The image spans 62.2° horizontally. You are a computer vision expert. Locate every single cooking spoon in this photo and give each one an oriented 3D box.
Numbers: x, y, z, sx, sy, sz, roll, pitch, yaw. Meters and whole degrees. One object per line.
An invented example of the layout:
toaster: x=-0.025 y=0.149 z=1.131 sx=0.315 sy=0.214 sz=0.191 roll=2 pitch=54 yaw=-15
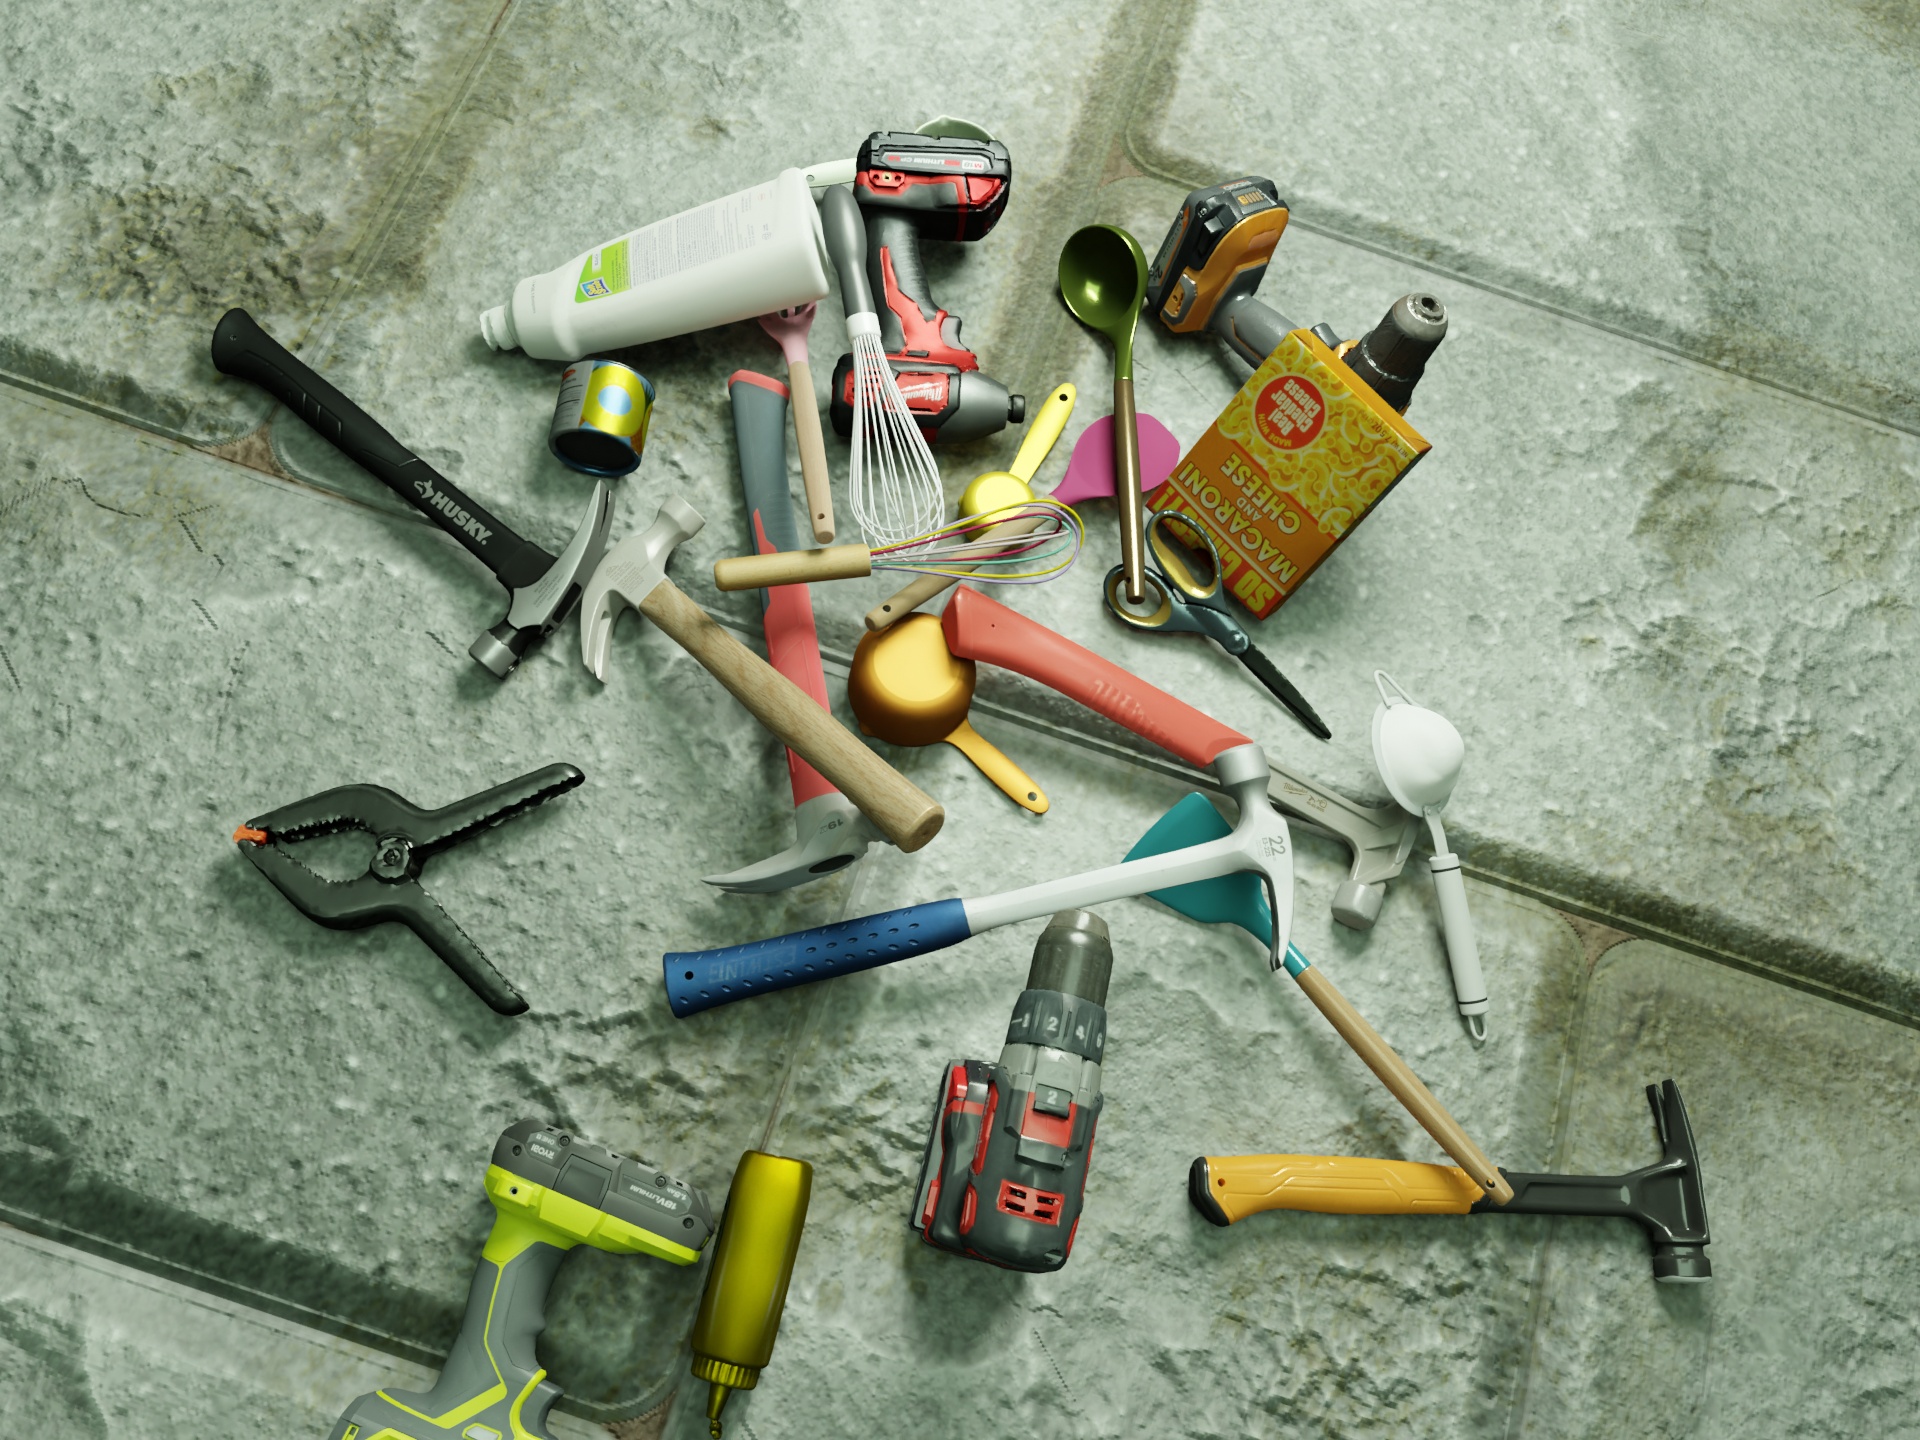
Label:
cooking spoon: x=0.048 y=-0.143 z=1.131 sx=0.319 sy=0.017 sz=0.069 roll=-36 pitch=78 yaw=-33

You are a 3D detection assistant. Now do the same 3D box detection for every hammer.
hammer: x=0.312 y=0.292 z=1.019 sx=0.337 sy=0.034 sz=0.127 roll=3 pitch=69 yaw=-6
hammer: x=-0.390 y=-0.183 z=1.100 sx=0.335 sy=0.035 sz=0.146 roll=38 pitch=84 yaw=11
hammer: x=-0.133 y=-0.073 z=1.089 sx=0.143 sy=0.038 sz=0.387 roll=-22 pitch=63 yaw=18
hammer: x=0.016 y=0.128 z=1.009 sx=0.405 sy=0.035 sz=0.144 roll=-13 pitch=74 yaw=-3
hammer: x=-0.132 y=-0.021 z=1.021 sx=0.130 sy=0.031 sz=0.332 roll=-47 pitch=58 yaw=-6
hammer: x=0.154 y=-0.002 z=1.085 sx=0.359 sy=0.036 sz=0.149 roll=28 pitch=68 yaw=-6

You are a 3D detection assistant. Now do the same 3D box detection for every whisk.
whisk: x=-0.039 y=-0.112 z=1.042 sx=0.245 sy=0.047 sz=0.051 roll=-7 pitch=55 yaw=-7
whisk: x=-0.062 y=-0.242 z=1.106 sx=0.070 sy=0.070 sz=0.285 roll=-10 pitch=80 yaw=-11

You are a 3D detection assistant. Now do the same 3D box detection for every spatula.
spatula: x=0.235 y=0.185 z=1.027 sx=0.082 sy=0.044 sz=0.318 roll=-47 pitch=70 yaw=16

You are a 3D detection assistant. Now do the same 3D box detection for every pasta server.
pasta server: x=-0.113 y=-0.237 z=1.116 sx=0.060 sy=0.040 sz=0.317 roll=-14 pitch=48 yaw=2

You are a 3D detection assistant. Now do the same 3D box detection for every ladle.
ladle: x=0.111 y=-0.229 z=1.163 sx=0.062 sy=0.078 sz=0.320 roll=17 pitch=59 yaw=-31

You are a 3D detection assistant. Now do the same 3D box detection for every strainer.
strainer: x=0.328 y=0.088 z=1.075 sx=0.087 sy=0.050 sz=0.258 roll=-8 pitch=86 yaw=-40

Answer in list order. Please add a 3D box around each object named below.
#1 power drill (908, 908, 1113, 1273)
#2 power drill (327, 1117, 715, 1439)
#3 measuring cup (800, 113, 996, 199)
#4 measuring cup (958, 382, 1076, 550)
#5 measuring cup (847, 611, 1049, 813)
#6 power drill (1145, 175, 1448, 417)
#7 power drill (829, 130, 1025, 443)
power drill: x=0.035 y=0.218 z=0.906 sx=0.080 sy=0.226 sz=0.188 roll=15 pitch=68 yaw=-2
power drill: x=-0.234 y=0.356 z=0.901 sx=0.171 sy=0.080 sz=0.223 roll=22 pitch=71 yaw=2
measuring cup: x=-0.050 y=-0.426 z=1.251 sx=0.167 sy=0.038 sz=0.083 roll=-11 pitch=71 yaw=-10
measuring cup: x=0.050 y=-0.195 z=1.176 sx=0.062 sy=0.029 sz=0.156 roll=27 pitch=70 yaw=3
measuring cup: x=-0.002 y=-0.003 z=1.082 sx=0.174 sy=0.052 sz=0.095 roll=42 pitch=69 yaw=11
power drill: x=0.246 y=-0.295 z=1.161 sx=0.084 sy=0.185 sz=0.226 roll=-24 pitch=70 yaw=-28
power drill: x=-0.019 y=-0.311 z=1.173 sx=0.143 sy=0.078 sz=0.220 roll=4 pitch=82 yaw=-3
